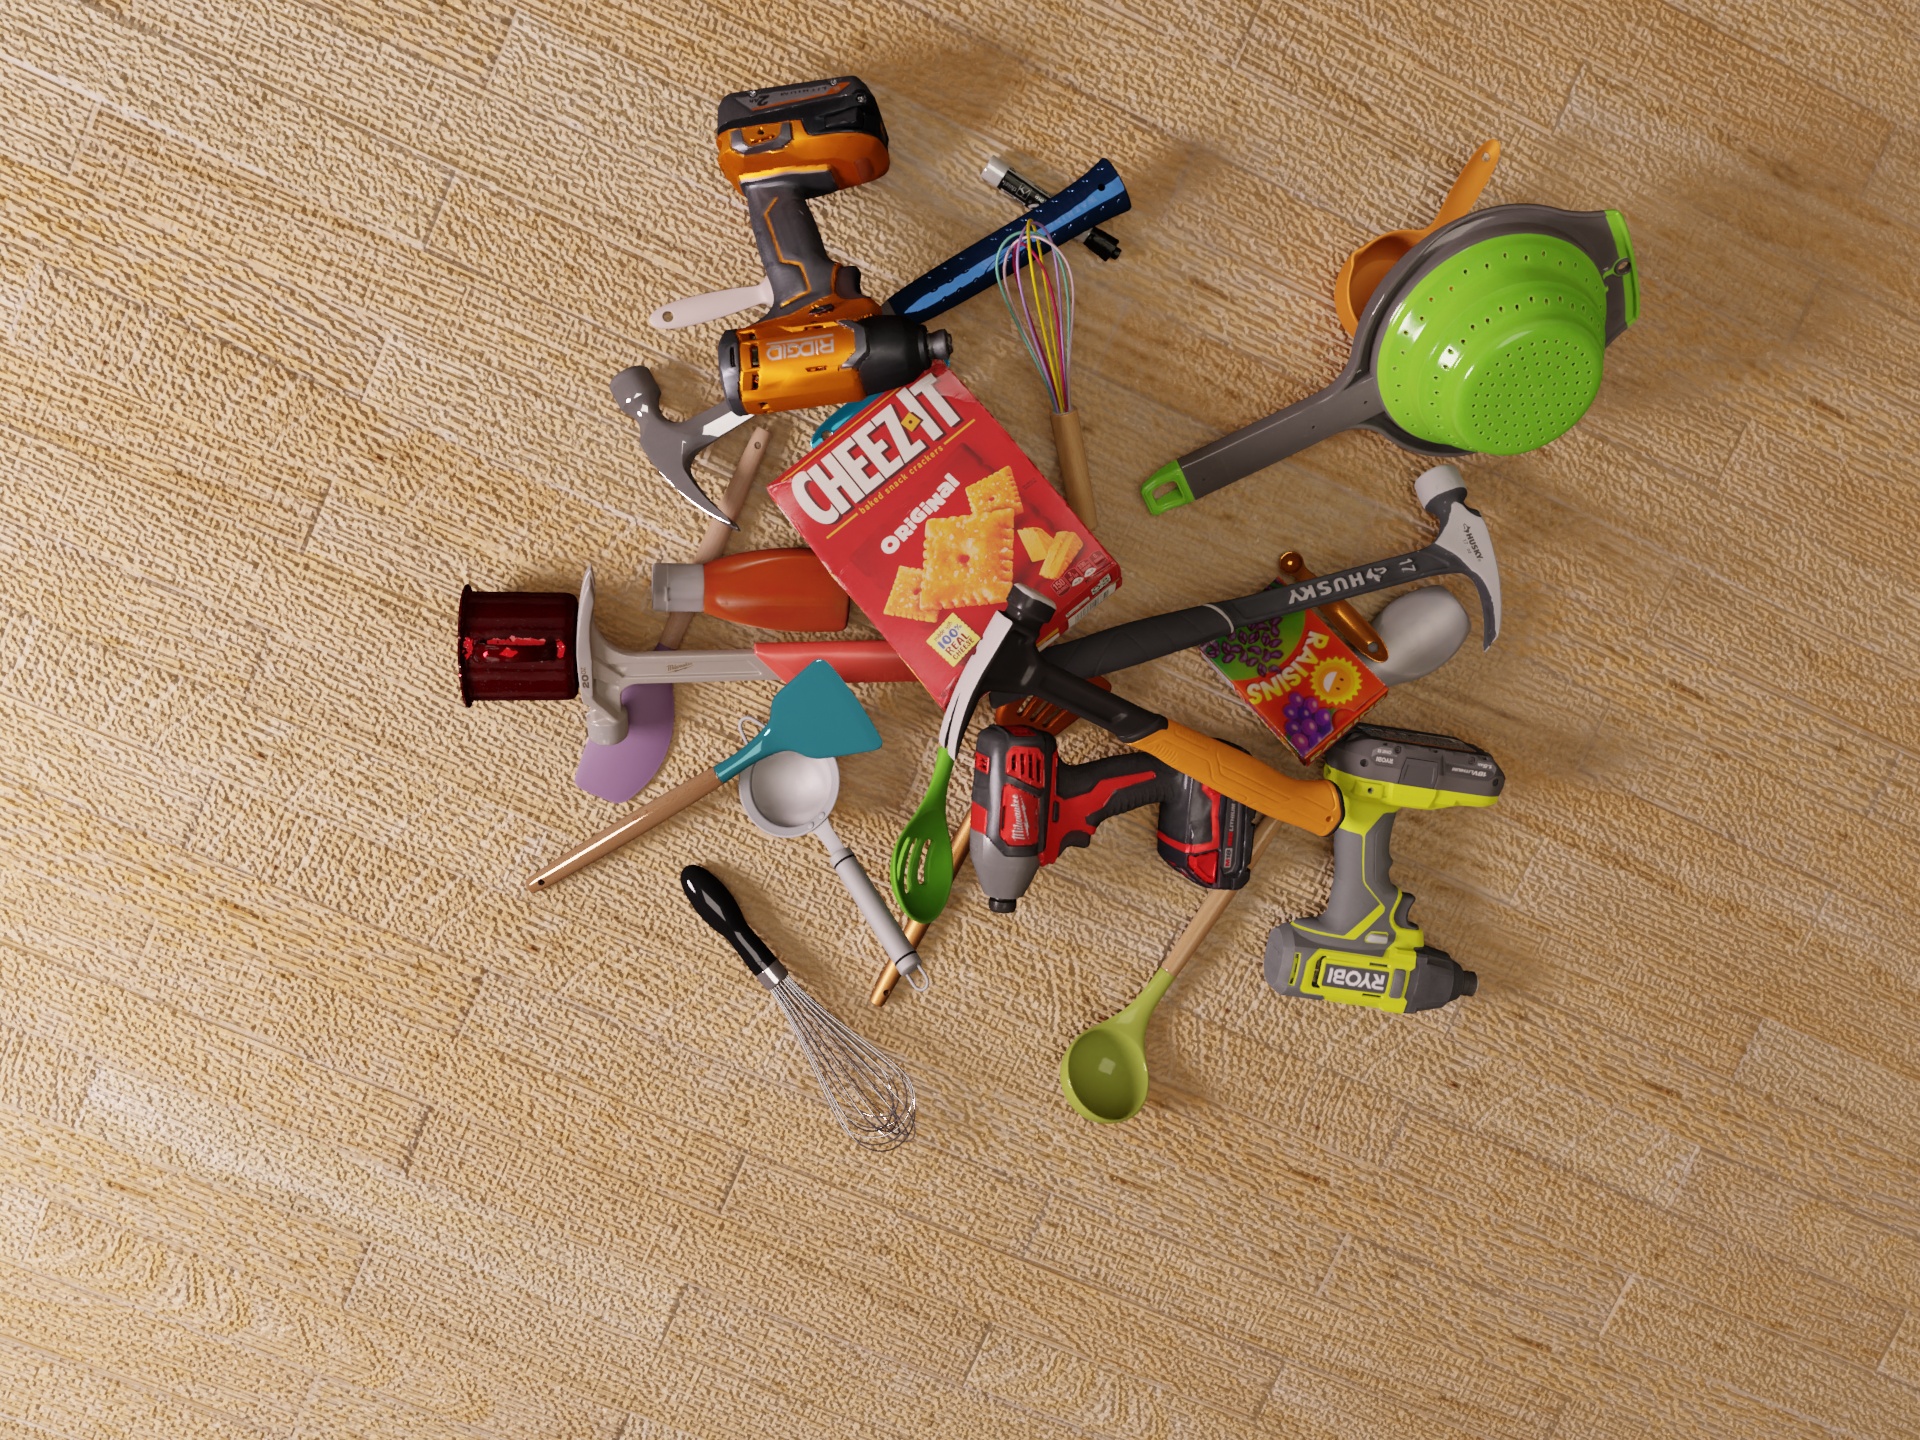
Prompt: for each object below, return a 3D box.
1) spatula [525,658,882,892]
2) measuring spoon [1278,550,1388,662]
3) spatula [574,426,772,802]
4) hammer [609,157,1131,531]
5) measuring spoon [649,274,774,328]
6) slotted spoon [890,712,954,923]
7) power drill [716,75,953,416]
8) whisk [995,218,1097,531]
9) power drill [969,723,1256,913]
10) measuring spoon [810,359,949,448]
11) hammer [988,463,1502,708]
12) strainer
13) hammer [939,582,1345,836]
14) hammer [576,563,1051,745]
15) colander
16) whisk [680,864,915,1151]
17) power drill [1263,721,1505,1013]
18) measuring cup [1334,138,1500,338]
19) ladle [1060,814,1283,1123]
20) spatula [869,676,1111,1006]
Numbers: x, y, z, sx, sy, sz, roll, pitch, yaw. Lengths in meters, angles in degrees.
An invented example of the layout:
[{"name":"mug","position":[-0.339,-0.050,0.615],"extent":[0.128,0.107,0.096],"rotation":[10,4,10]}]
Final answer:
[{"name":"spatula","position":[-0.208,0.056,1.217],"extent":[0.317,0.044,0.082],"rotation":[-30,106,12]},{"name":"measuring spoon","position":[0.294,-0.089,1.253],"extent":[0.021,0.011,0.117],"rotation":[-43,77,5]},{"name":"spatula","position":[-0.215,-0.080,1.234],"extent":[0.059,0.018,0.316],"rotation":[23,97,-13]},{"name":"hammer","position":[-0.055,-0.291,1.186],"extent":[0.405,0.035,0.144],"rotation":[-30,86,2]},{"name":"measuring spoon","position":[-0.175,-0.317,1.202],"extent":[0.124,0.018,0.034],"rotation":[-15,99,-1]},{"name":"slotted spoon","position":[-0.002,-0.004,1.194],"extent":[0.070,0.031,0.314],"rotation":[16,88,-51]},{"name":"power drill","position":[-0.093,-0.335,1.136],"extent":[0.164,0.084,0.226],"rotation":[-5,80,7]},{"name":"whisk","position":[0.071,-0.249,1.182],"extent":[0.051,0.047,0.244],"rotation":[-20,121,-11]},{"name":"power drill","position":[0.112,0.077,1.224],"extent":[0.219,0.079,0.143],"rotation":[2,99,-19]},{"name":"measuring spoon","position":[-0.063,-0.250,1.224],"extent":[0.128,0.021,0.042],"rotation":[-36,96,11]},{"name":"hammer","position":[0.215,-0.077,1.203],"extent":[0.409,0.036,0.149],"rotation":[-16,69,-6]},{"name":"strainer","position":[-0.094,0.101,1.217],"extent":[0.087,0.050,0.259],"rotation":[-40,67,12]},{"name":"hammer","position":[0.146,0.022,1.153],"extent":[0.336,0.034,0.127],"rotation":[24,101,-26]},{"name":"hammer","position":[-0.106,-0.052,1.207],"extent":[0.359,0.037,0.149],"rotation":[-2,129,-11]},{"name":"colander","position":[0.326,-0.229,1.180],"extent":[0.397,0.095,0.204],"rotation":[-25,132,11]},{"name":"whisk","position":[-0.129,0.227,1.267],"extent":[0.070,0.070,0.284],"rotation":[-38,94,2]},{"name":"power drill","position":[0.350,0.123,1.277],"extent":[0.171,0.080,0.223],"rotation":[8,101,-5]},{"name":"measuring cup","position":[0.354,-0.363,1.217],"extent":[0.095,0.052,0.173],"rotation":[32,93,-8]},{"name":"ladle","position":[0.186,0.185,1.283],"extent":[0.078,0.062,0.320],"rotation":[34,92,-11]},{"name":"spatula","position":[0.009,0.091,1.263],"extent":[0.081,0.041,0.322],"rotation":[24,98,-28]}]
